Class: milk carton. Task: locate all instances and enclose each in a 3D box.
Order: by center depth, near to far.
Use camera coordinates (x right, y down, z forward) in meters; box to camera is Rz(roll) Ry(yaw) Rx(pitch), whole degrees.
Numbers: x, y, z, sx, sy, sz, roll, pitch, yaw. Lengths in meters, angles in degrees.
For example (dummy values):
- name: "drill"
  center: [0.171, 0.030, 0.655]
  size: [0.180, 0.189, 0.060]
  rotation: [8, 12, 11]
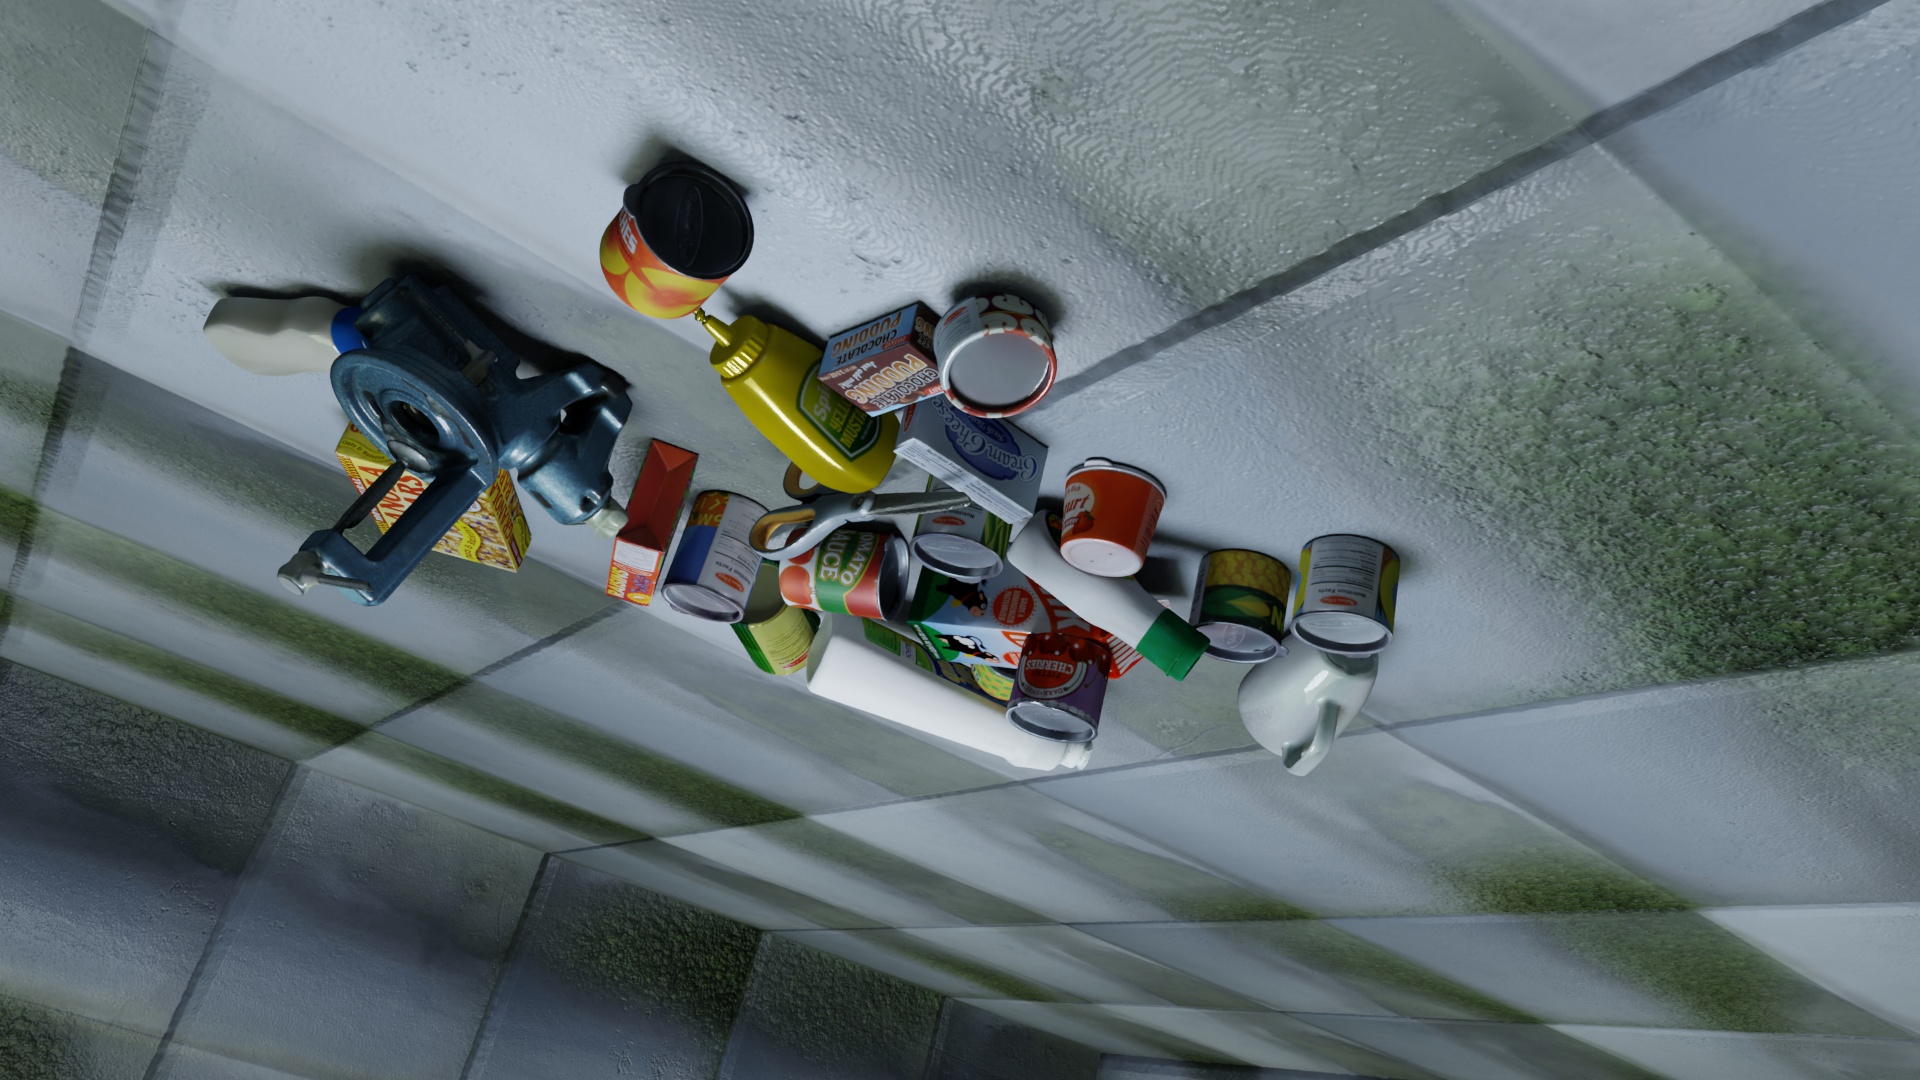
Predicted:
- name: "milk carton"
  center: [0.066, 0.052, 1.038]
  size: [0.190, 0.074, 0.072]
  rotation: [5, 152, 19]

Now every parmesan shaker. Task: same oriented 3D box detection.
- name: "parmesan shaker"
  center: [-0.162, 0.064, 1.198]
  size: [0.071, 0.071, 0.102]
  rotation: [9, 153, 13]

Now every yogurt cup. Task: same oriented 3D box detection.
- name: "yogurt cup"
  center: [0.097, -0.011, 0.915]
  size: [0.072, 0.054, 0.072]
  rotation: [12, 155, 6]

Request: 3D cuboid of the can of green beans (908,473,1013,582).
- name: "can of green beans"
  center: [0.003, -0.013, 0.957]
  size: [0.071, 0.058, 0.071]
  rotation: [12, 154, 6]

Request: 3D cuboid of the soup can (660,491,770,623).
- name: "soup can"
  center: [-0.190, 0.013, 1.084]
  size: [0.071, 0.084, 0.071]
  rotation: [12, 154, 6]

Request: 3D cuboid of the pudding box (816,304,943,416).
- name: "pudding box"
  center: [-0.039, -0.106, 0.825]
  size: [0.083, 0.030, 0.049]
  rotation: [-12, 144, 44]

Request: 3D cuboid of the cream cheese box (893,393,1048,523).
- name: "cream cheese box"
  center: [0.007, -0.057, 0.871]
  size: [0.103, 0.053, 0.024]
  rotation: [31, 148, -31]

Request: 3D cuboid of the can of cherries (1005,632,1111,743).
- name: "can of cherries"
  center: [0.070, 0.104, 0.985]
  size: [0.071, 0.058, 0.071]
  rotation: [12, 153, 6]

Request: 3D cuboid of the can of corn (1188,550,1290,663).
- name: "can of corn"
  center: [0.198, 0.047, 0.974]
  size: [0.071, 0.058, 0.071]
  rotation: [12, 154, 6]

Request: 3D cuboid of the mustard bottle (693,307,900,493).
- name: "mustard bottle"
  center: [-0.105, -0.092, 0.851]
  size: [0.048, 0.065, 0.160]
  rotation: [-8, 143, 46]

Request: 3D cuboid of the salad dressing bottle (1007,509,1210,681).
- name: "salad dressing bottle"
  center: [0.102, 0.038, 0.954]
  size: [0.148, 0.044, 0.064]
  rotation: [38, -160, 13]

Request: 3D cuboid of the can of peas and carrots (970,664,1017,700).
- name: "can of peas and carrots"
  center: [0.041, 0.091, 1.139]
  size: [0.071, 0.071, 0.058]
  rotation: [15, 155, -1]

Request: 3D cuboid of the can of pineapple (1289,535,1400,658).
- name: "can of pineapple"
  center: [0.256, 0.038, 0.924]
  size: [0.071, 0.058, 0.070]
  rotation: [12, 154, 6]

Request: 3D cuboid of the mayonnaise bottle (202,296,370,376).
- name: "mayonnaise bottle"
  center: [-0.447, -0.142, 0.959]
  size: [0.148, 0.041, 0.064]
  rotation: [2, 153, 23]

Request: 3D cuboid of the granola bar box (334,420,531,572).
- name: "granola bar box"
  center: [-0.438, -0.036, 1.169]
  size: [0.124, 0.039, 0.164]
  rotation: [15, 155, -2]

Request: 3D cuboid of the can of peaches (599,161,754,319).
- name: "can of peaches"
  center: [-0.153, -0.159, 0.736]
  size: [0.071, 0.071, 0.058]
  rotation: [27, 152, -23]

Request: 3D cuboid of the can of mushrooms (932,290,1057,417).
- name: "can of mushrooms"
  center: [0.021, -0.102, 0.769]
  size: [0.071, 0.033, 0.070]
  rotation: [-5, 136, -5]

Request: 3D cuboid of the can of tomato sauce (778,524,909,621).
- name: "can of tomato sauce"
  center: [-0.089, 0.023, 1.071]
  size: [0.083, 0.071, 0.071]
  rotation: [7, 153, 17]

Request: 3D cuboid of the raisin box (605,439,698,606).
- name: "raisin box"
  center: [-0.237, -0.010, 1.059]
  size: [0.040, 0.086, 0.123]
  rotation: [18, 154, -10]
